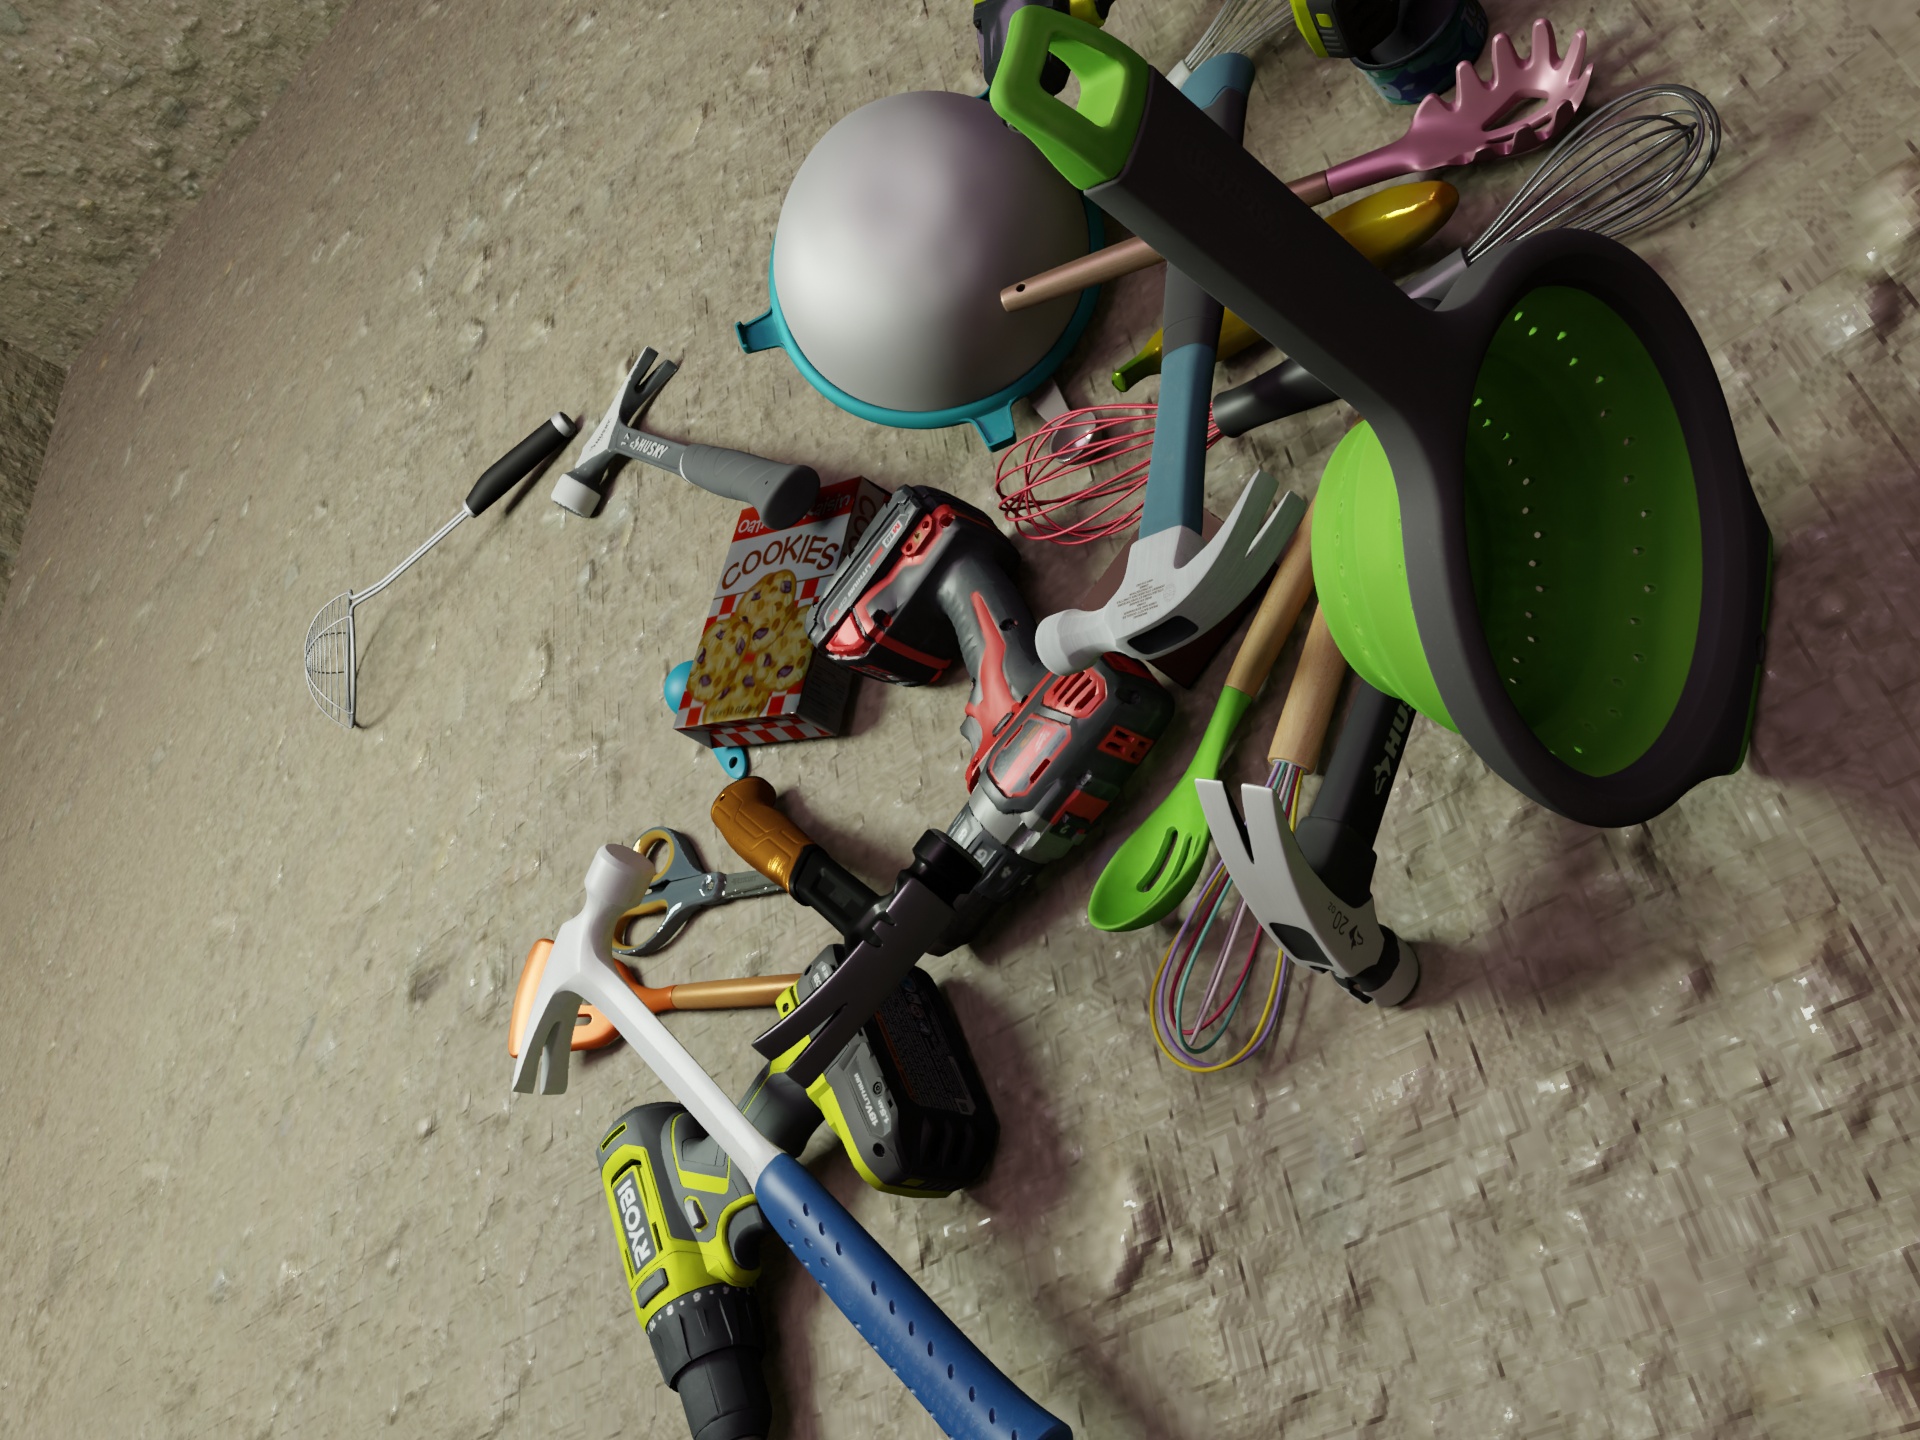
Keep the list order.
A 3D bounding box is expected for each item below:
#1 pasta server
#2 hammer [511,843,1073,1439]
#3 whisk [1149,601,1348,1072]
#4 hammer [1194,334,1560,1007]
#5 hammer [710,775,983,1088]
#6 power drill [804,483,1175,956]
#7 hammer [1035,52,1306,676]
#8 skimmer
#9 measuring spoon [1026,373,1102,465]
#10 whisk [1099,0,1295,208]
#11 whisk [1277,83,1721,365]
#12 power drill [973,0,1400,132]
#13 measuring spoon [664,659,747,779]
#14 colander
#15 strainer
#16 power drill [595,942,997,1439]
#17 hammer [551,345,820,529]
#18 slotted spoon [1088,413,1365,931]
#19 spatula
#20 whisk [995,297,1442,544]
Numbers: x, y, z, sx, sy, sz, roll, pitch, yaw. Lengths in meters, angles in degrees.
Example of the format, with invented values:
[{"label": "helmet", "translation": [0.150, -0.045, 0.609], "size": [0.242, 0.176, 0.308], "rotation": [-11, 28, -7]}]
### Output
[{"label": "pasta server", "translation": [0.161, -0.272, 0.819], "size": [0.316, 0.040, 0.060], "rotation": [-14, 64, 24]}, {"label": "hammer", "translation": [-0.097, 0.215, 0.757], "size": [0.406, 0.035, 0.144], "rotation": [34, 102, 42]}, {"label": "whisk", "translation": [0.139, 0.040, 0.720], "size": [0.047, 0.051, 0.245], "rotation": [3, 68, 53]}, {"label": "hammer", "translation": [0.194, -0.059, 0.666], "size": [0.035, 0.146, 0.335], "rotation": [6, 66, 44]}, {"label": "hammer", "translation": [-0.091, 0.084, 0.850], "size": [0.127, 0.034, 0.337], "rotation": [-50, 20, -7]}, {"label": "power drill", "translation": [-0.001, -0.003, 0.862], "size": [0.188, 0.080, 0.227], "rotation": [-53, 45, 17]}, {"label": "hammer", "translation": [0.109, -0.183, 0.759], "size": [0.128, 0.033, 0.331], "rotation": [-16, 56, 45]}, {"label": "skimmer", "translation": [-0.466, -0.138, 1.446], "size": [0.363, 0.090, 0.127], "rotation": [-39, 43, 11]}, {"label": "measuring spoon", "translation": [0.058, -0.187, 0.950], "size": [0.034, 0.018, 0.124], "rotation": [-44, 37, 17]}, {"label": "whisk", "translation": [0.155, -0.400, 0.931], "size": [0.284, 0.070, 0.070], "rotation": [-41, 45, 29]}, {"label": "whisk", "translation": [0.240, -0.215, 0.752], "size": [0.239, 0.055, 0.055], "rotation": [-31, 50, 36]}, {"label": "power drill", "translation": [0.116, -0.407, 0.848], "size": [0.223, 0.080, 0.171], "rotation": [2, 82, 27]}, {"label": "measuring spoon", "translation": [-0.174, -0.001, 1.076], "size": [0.042, 0.021, 0.129], "rotation": [-51, 42, 12]}, {"label": "colander", "translation": [0.135, -0.093, 0.528], "size": [0.094, 0.396, 0.204], "rotation": [-4, 66, 51]}, {"label": "strainer", "translation": [0.002, -0.343, 0.934], "size": [0.211, 0.095, 0.340], "rotation": [25, 89, 15]}, {"label": "power drill", "translation": [-0.091, 0.244, 0.819], "size": [0.228, 0.080, 0.191], "rotation": [-46, 48, 21]}, {"label": "hammer", "translation": [-0.197, -0.192, 1.155], "size": [0.149, 0.036, 0.409], "rotation": [-61, 33, -2]}, {"label": "slotted spoon", "translation": [0.146, -0.036, 0.763], "size": [0.314, 0.031, 0.070], "rotation": [-63, 20, -5]}, {"label": "spatula", "translation": [-0.161, 0.164, 0.959], "size": [0.322, 0.041, 0.081], "rotation": [-12, 60, 40]}, {"label": "whisk", "translation": [0.119, -0.147, 0.796], "size": [0.296, 0.073, 0.073], "rotation": [-16, 58, 49]}]
